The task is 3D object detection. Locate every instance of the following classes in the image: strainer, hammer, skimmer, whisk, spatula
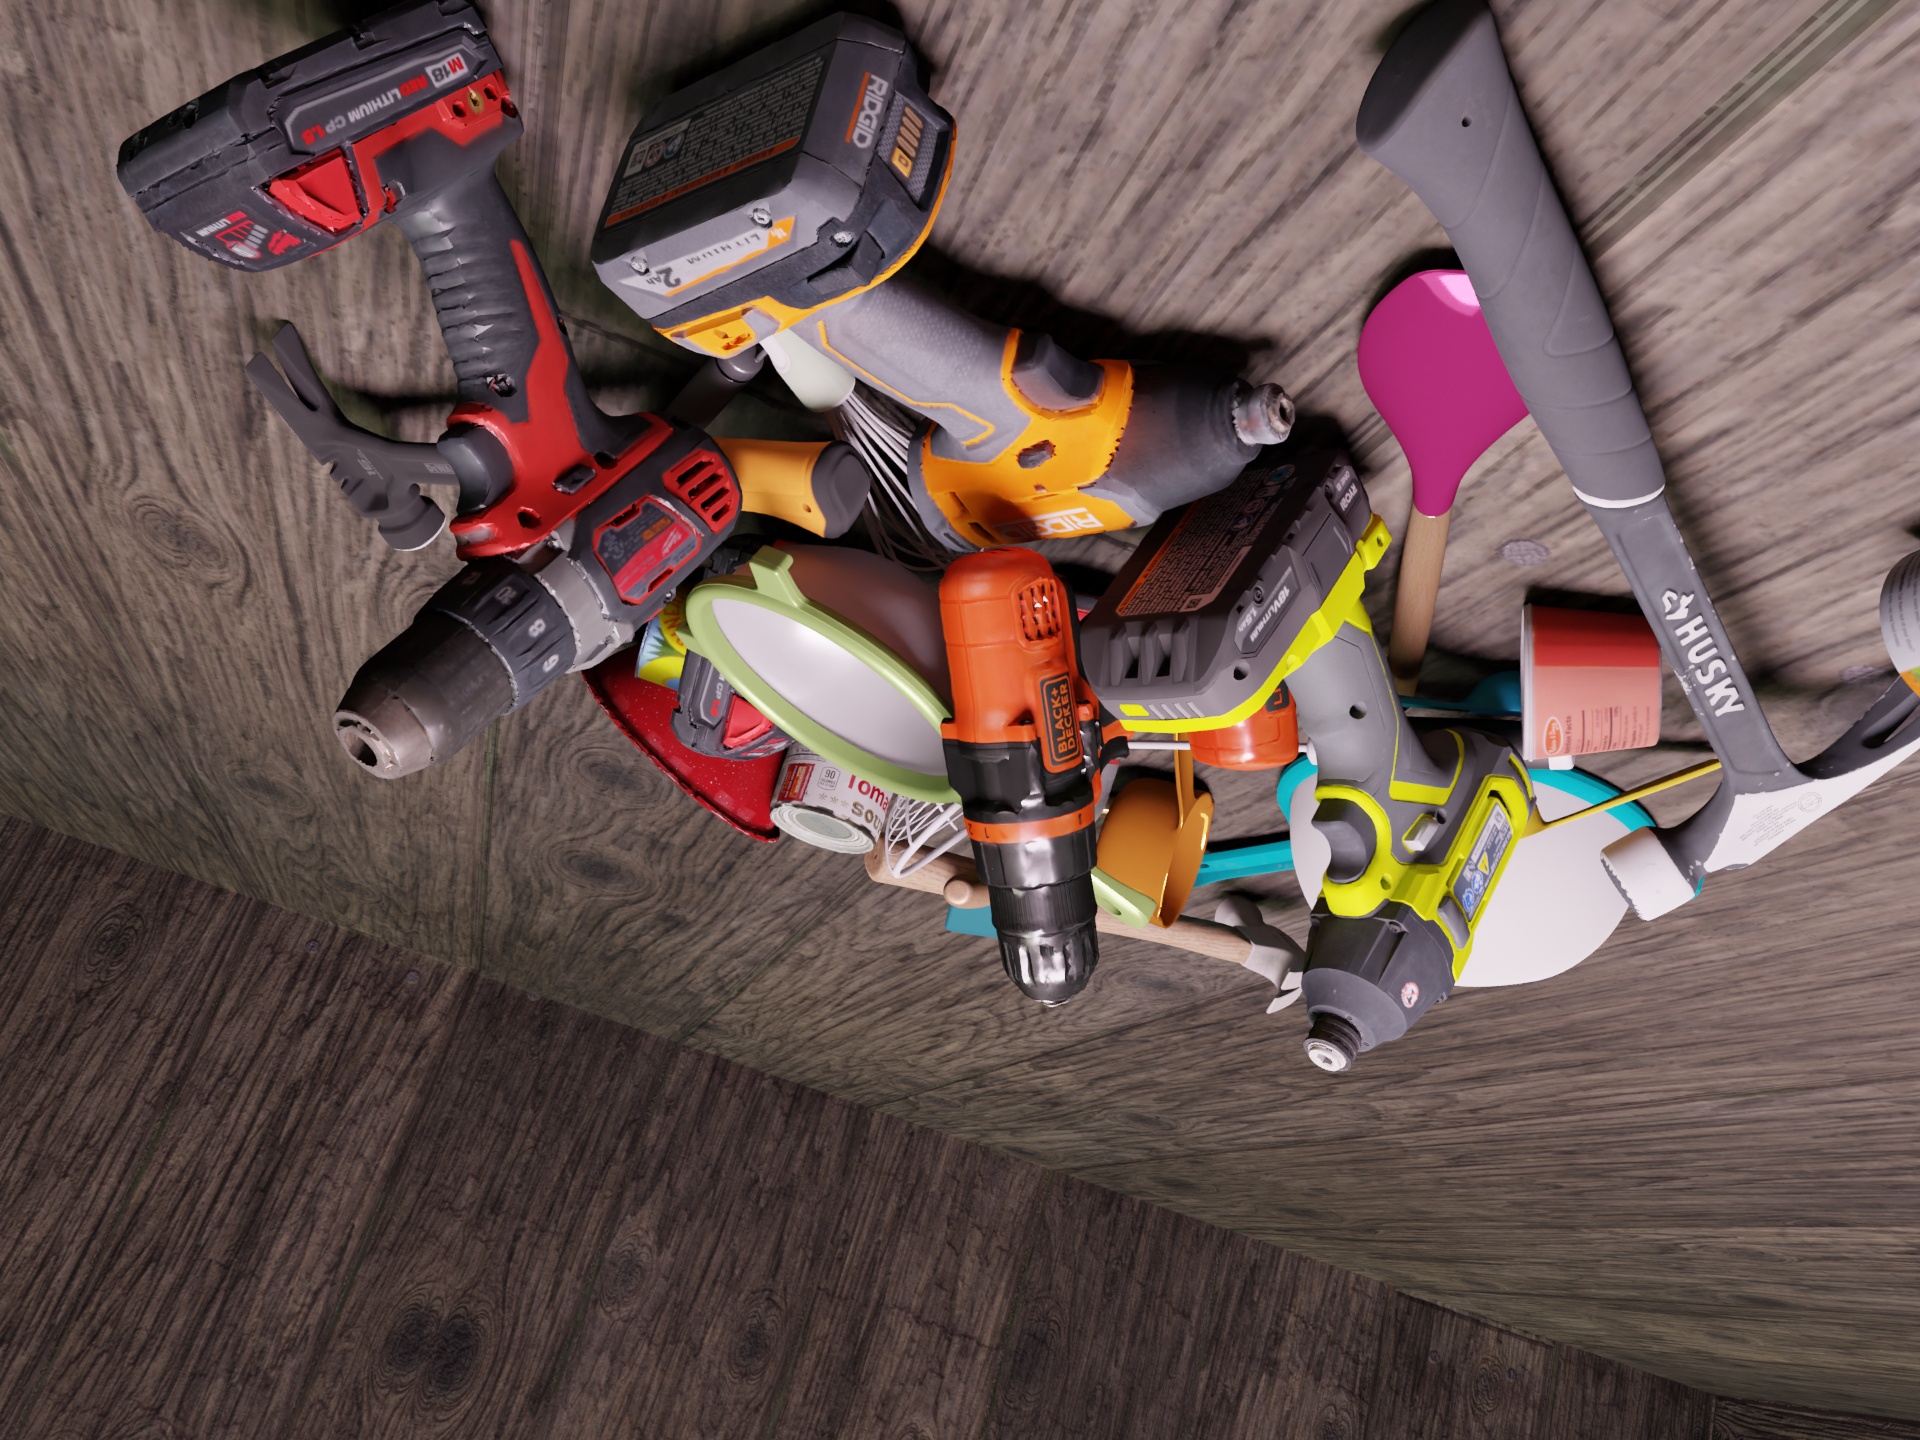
[{"bbox_3d":[-0.001,-0.002,0.716,0.256,0.069,0.151,37,159,-13],"label":"strainer"},{"bbox_3d":[0.239,-0.071,0.549,0.149,0.036,0.408,-33,130,14],"label":"hammer"},{"bbox_3d":[0.128,0.042,0.832,0.363,0.090,0.127,0,-171,26],"label":"skimmer"},{"bbox_3d":[0.238,0.107,0.945,0.210,0.095,0.340,29,154,-28],"label":"strainer"},{"bbox_3d":[-0.051,-0.132,0.662,0.058,0.059,0.246,35,170,43],"label":"whisk"},{"bbox_3d":[0.016,0.097,0.823,0.082,0.044,0.317,5,175,7],"label":"spatula"},{"bbox_3d":[0.091,0.124,1.023,0.331,0.031,0.130,16,-166,-27],"label":"hammer"},{"bbox_3d":[-0.147,-0.124,0.758,0.086,0.050,0.258,38,147,-17],"label":"strainer"},{"bbox_3d":[-0.185,-0.121,0.723,0.337,0.034,0.127,9,144,33],"label":"hammer"}]

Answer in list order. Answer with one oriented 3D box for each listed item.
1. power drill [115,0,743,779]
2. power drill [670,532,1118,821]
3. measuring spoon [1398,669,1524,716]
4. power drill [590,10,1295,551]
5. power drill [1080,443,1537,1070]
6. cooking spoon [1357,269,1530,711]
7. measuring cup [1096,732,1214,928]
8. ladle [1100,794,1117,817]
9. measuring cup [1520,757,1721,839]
[{"bbox_3d":[-0.185,-0.110,0.552,0.080,0.188,0.226,-2,125,39],"label":"power drill"},{"bbox_3d":[-0.024,-0.010,0.799,0.220,0.143,0.078,13,-178,13],"label":"power drill"},{"bbox_3d":[0.215,-0.017,0.739,0.128,0.021,0.042,5,178,-4],"label":"measuring spoon"},{"bbox_3d":[0.004,-0.138,0.564,0.164,0.084,0.226,-4,154,41],"label":"power drill"},{"bbox_3d":[0.148,0.018,0.646,0.080,0.171,0.223,-3,131,48],"label":"power drill"},{"bbox_3d":[0.191,-0.075,0.649,0.069,0.017,0.318,8,157,14],"label":"cooking spoon"},{"bbox_3d":[0.112,0.049,0.948,0.052,0.095,0.173,16,140,23],"label":"measuring cup"},{"bbox_3d":[-0.012,0.032,1.049,0.315,0.031,0.069,12,158,8],"label":"ladle"},{"bbox_3d":[0.297,0.031,0.765,0.156,0.029,0.062,-21,173,11],"label":"measuring cup"}]
